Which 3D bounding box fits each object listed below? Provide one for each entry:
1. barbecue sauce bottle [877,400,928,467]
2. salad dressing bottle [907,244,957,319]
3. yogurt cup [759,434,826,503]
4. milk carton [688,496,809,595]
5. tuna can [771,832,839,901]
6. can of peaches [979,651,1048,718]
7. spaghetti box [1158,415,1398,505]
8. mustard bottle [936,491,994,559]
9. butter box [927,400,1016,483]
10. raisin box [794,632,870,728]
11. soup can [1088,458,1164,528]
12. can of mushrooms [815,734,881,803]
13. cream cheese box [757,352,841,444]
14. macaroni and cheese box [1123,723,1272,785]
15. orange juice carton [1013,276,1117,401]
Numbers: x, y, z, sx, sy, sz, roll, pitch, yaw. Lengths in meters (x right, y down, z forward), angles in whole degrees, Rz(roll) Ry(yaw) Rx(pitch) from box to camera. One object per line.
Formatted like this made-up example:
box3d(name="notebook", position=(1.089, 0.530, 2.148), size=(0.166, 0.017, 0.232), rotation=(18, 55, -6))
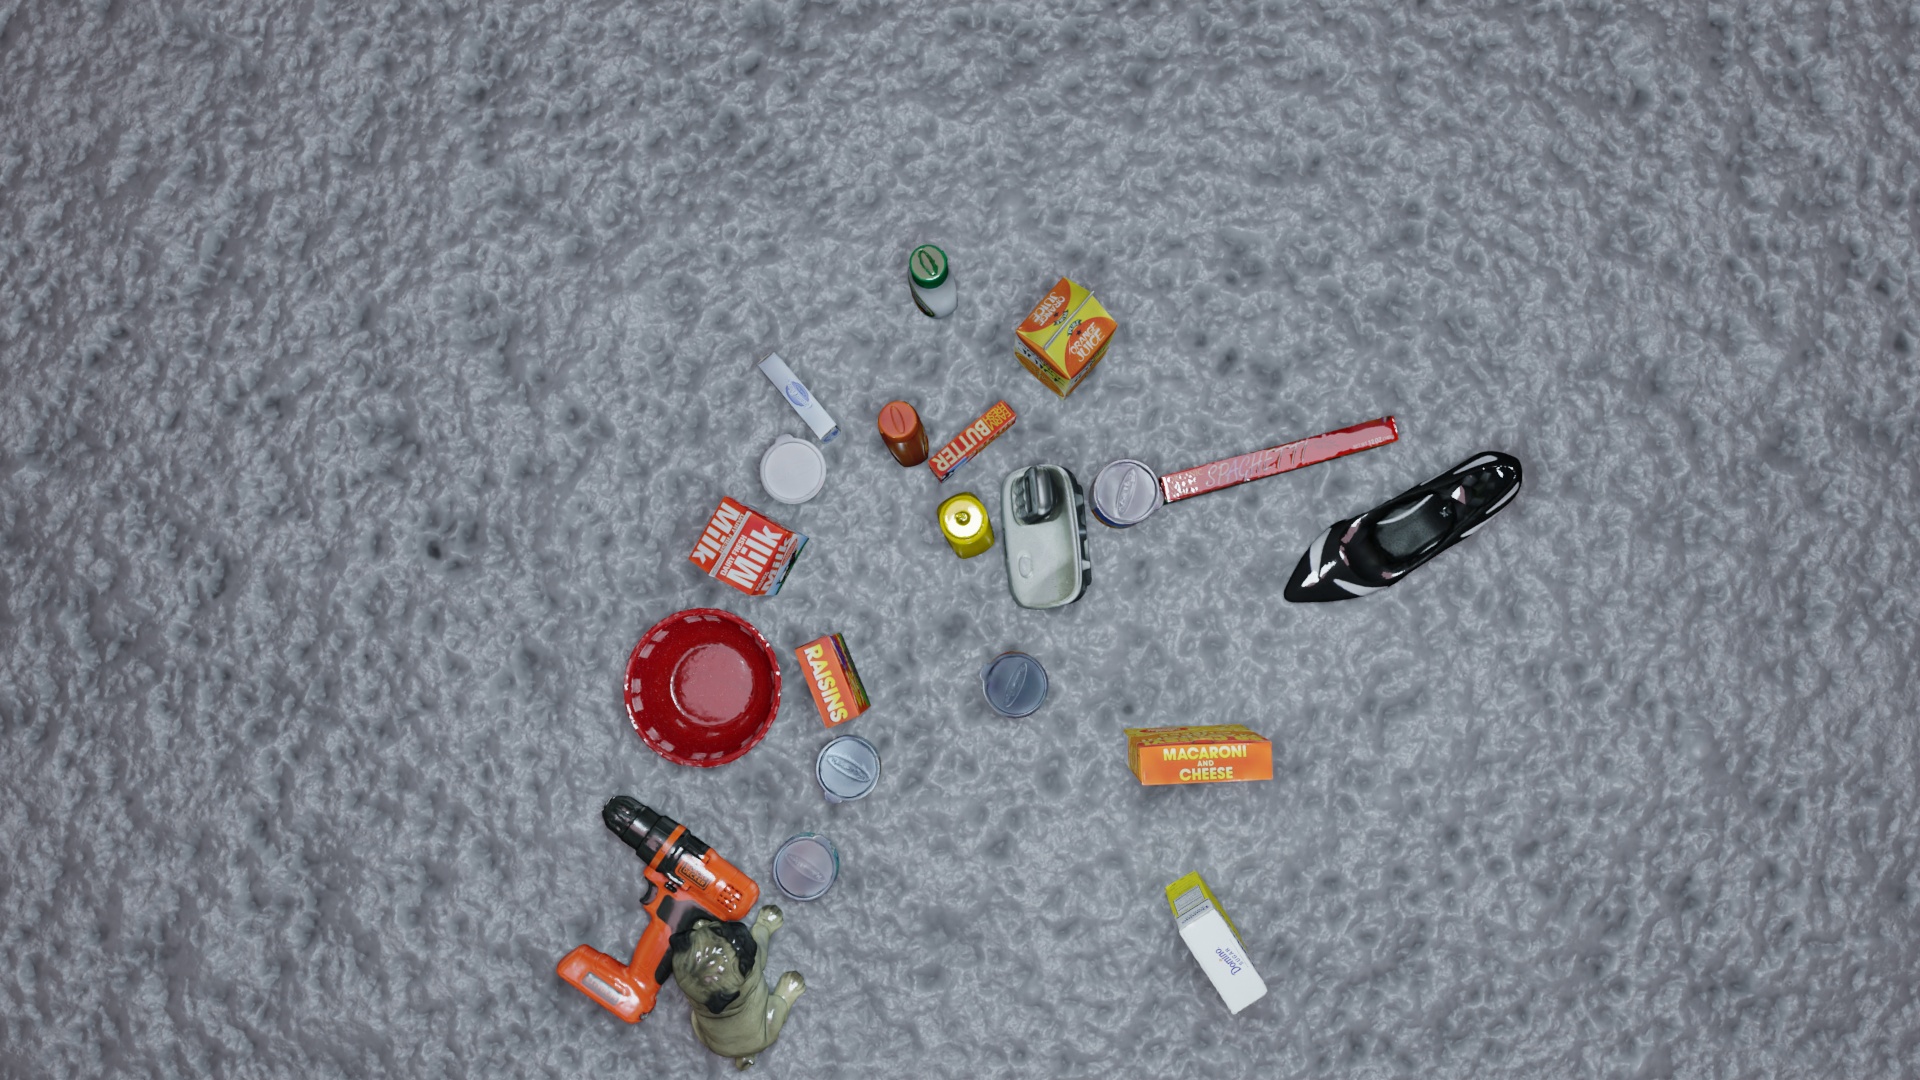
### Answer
box3d(name="barbecue sauce bottle", position=(-0.059, -0.111, 1.395), size=(0.044, 0.148, 0.065), rotation=(-20, 87, 0))
box3d(name="salad dressing bottle", position=(-0.029, -0.264, 1.404), size=(0.044, 0.147, 0.064), rotation=(-30, 87, 0))
box3d(name="yogurt cup", position=(-0.171, -0.070, 1.442), size=(0.072, 0.054, 0.072), rotation=(0, 87, 1))
box3d(name="milk carton", position=(-0.210, 0.007, 1.370), size=(0.073, 0.190, 0.072), rotation=(30, 88, 3))
box3d(name="tuna can", position=(-0.157, 0.333, 1.428), size=(0.071, 0.033, 0.071), rotation=(0, 87, 1))
box3d(name="can of peaches", position=(0.054, 0.145, 1.422), size=(0.071, 0.058, 0.071), rotation=(0, 87, 1))
box3d(name="spaghetti box", position=(0.323, -0.082, 1.433), size=(0.250, 0.050, 0.028), rotation=(-15, 87, 0))
box3d(name="mustard bottle", position=(0.005, -0.017, 1.381), size=(0.049, 0.160, 0.065), rotation=(-25, 87, 0))
box3d(name="butter box", position=(0.012, -0.103, 1.440), size=(0.103, 0.053, 0.024), rotation=(-40, 87, -1))
box3d(name="raisin box", position=(-0.126, 0.139, 1.393), size=(0.040, 0.123, 0.086), rotation=(-22, 87, 0))
box3d(name="soup can", position=(0.168, -0.045, 1.418), size=(0.071, 0.084, 0.071), rotation=(0, 87, 1))
box3d(name="can of mushrooms", position=(-0.116, 0.236, 1.432), size=(0.071, 0.033, 0.071), rotation=(0, 87, 1))
box3d(name="cream cheese box", position=(-0.167, -0.147, 1.447), size=(0.024, 0.053, 0.104), rotation=(-40, 87, -1))
box3d(name="macaroni and cheese box", position=(0.228, 0.207, 1.360), size=(0.124, 0.166, 0.040), rotation=(-3, 87, 1))
box3d(name="orange juice carton", position=(0.103, -0.200, 1.374), size=(0.073, 0.192, 0.072), rotation=(42, 89, 3))
